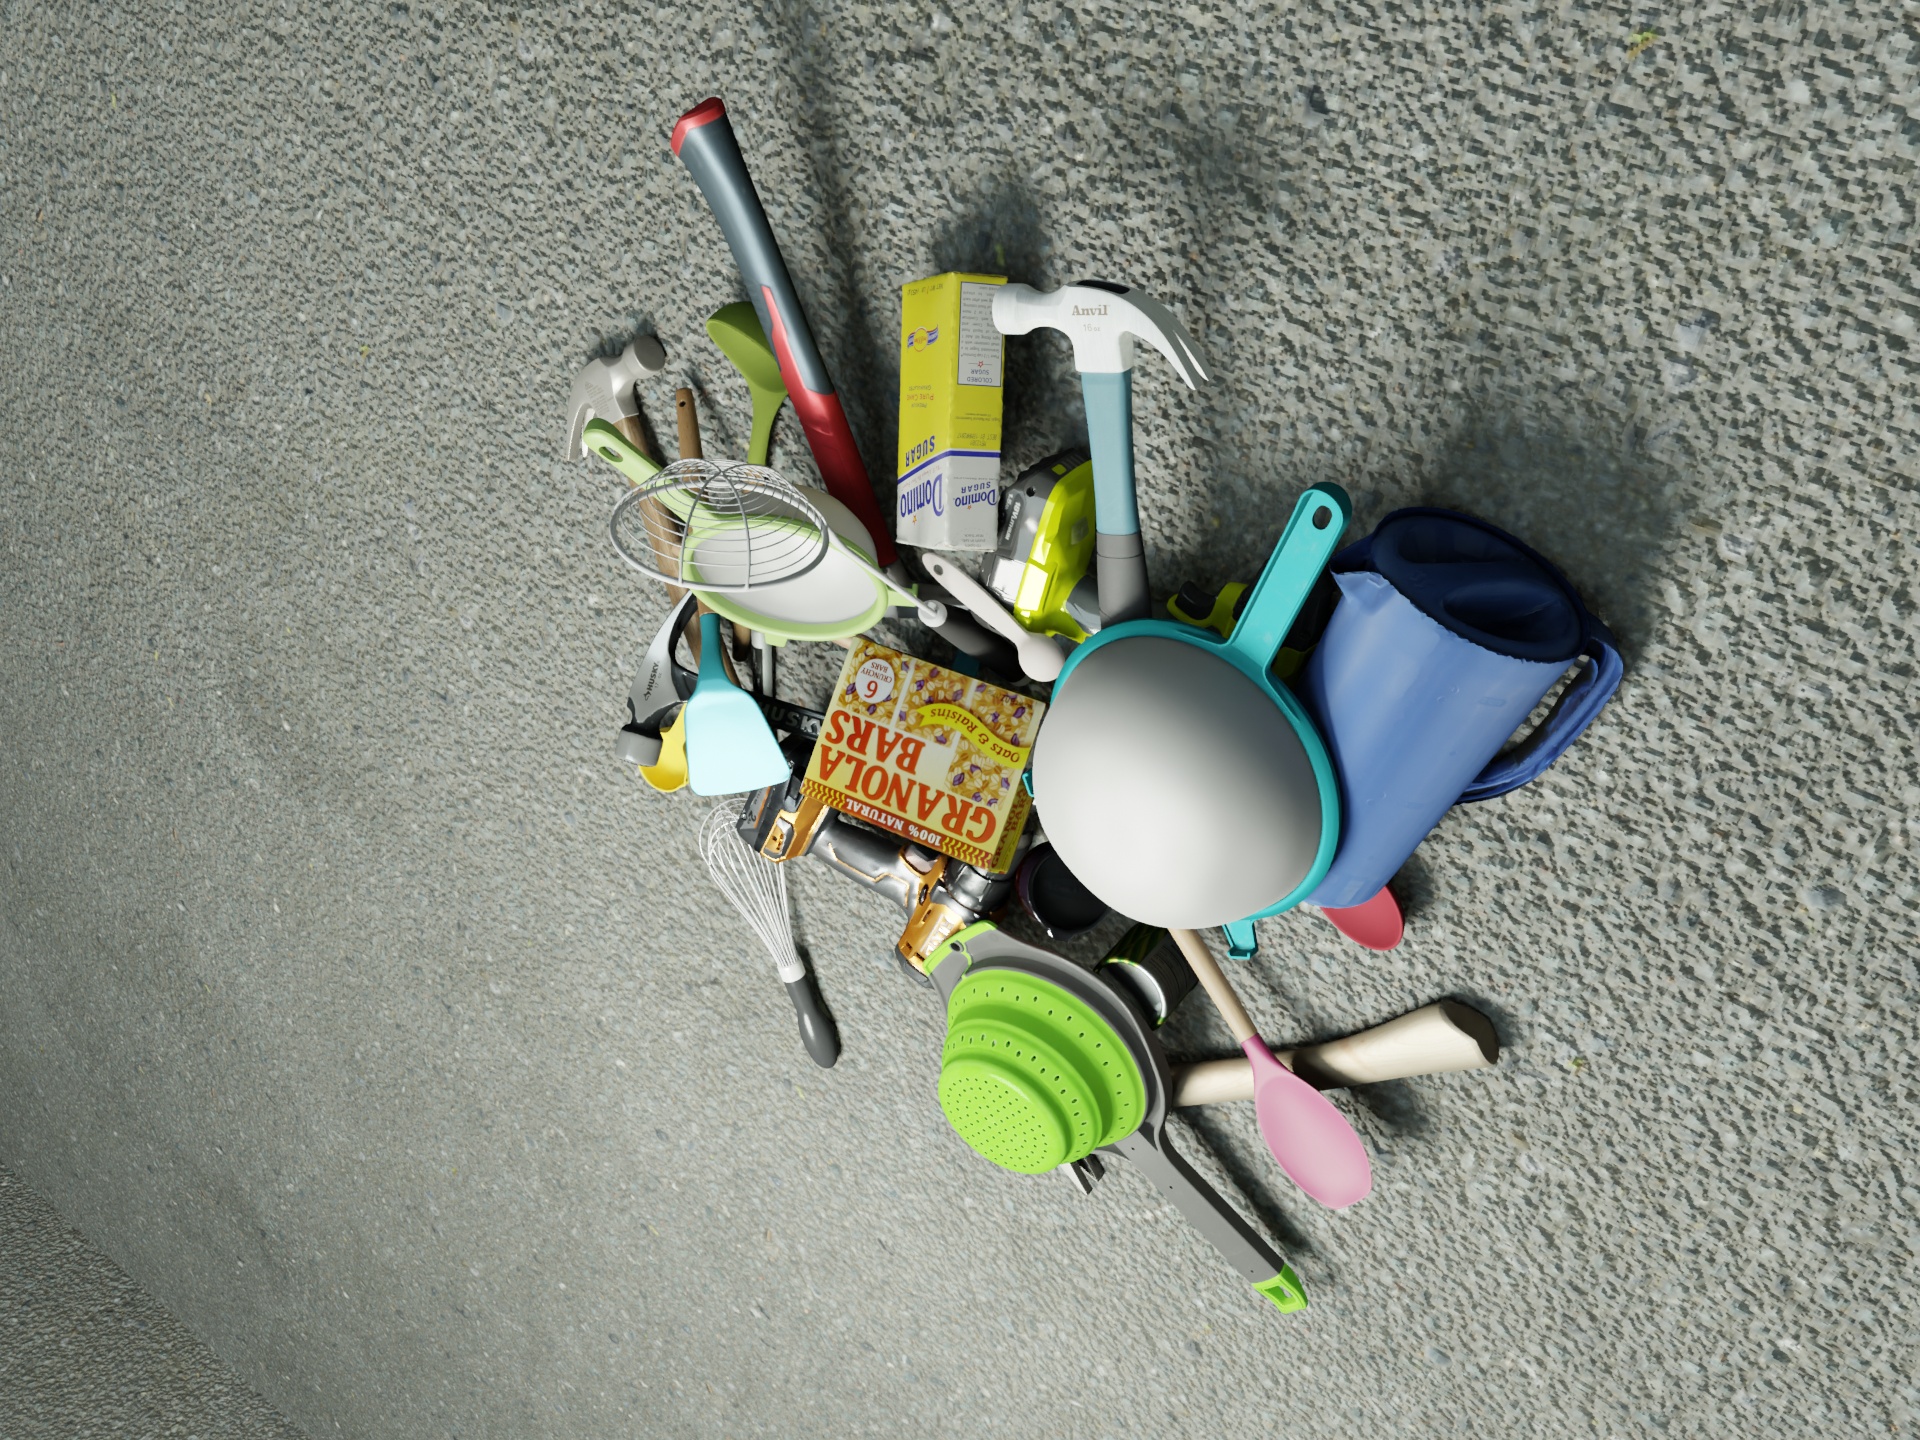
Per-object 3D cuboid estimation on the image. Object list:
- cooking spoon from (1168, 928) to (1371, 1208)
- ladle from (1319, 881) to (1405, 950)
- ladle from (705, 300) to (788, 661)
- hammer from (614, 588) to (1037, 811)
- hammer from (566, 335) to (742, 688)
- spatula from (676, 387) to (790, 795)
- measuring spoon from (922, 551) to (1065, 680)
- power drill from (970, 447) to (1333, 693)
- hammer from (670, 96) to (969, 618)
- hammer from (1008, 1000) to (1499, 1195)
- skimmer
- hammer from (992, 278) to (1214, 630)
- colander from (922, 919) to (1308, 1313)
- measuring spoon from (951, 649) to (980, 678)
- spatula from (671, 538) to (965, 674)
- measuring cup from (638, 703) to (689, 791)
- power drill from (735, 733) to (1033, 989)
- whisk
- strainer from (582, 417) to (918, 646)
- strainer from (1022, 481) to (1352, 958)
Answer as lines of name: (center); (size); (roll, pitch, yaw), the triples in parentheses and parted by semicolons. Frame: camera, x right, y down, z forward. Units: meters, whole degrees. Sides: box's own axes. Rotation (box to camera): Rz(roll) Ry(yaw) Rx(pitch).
cooking spoon: (0.196, 0.207, 1.153); (0.068, 0.017, 0.319); (-40, 76, 35)
ladle: (0.176, 0.065, 1.127); (0.316, 0.031, 0.069); (30, 137, 23)
ladle: (-0.170, -0.174, 1.240); (0.078, 0.062, 0.320); (31, 131, 25)
hammer: (-0.066, 0.012, 1.214); (0.409, 0.036, 0.149); (16, 91, 15)
hammer: (-0.238, -0.136, 1.305); (0.130, 0.031, 0.331); (-16, 96, 43)
spatula: (-0.193, -0.103, 1.226); (0.082, 0.044, 0.318); (-11, 79, 15)
measuring spoon: (0.018, -0.069, 1.069); (0.124, 0.018, 0.034); (41, 136, 6)
power drill: (0.130, -0.084, 1.054); (0.223, 0.080, 0.171); (28, 127, 18)
hammer: (-0.094, -0.236, 1.098); (0.143, 0.038, 0.385); (5, 131, 34)
hammer: (0.214, 0.279, 1.205); (0.410, 0.038, 0.146); (-20, 102, 41)
skimmer: (-0.070, -0.071, 1.042); (0.090, 0.363, 0.127); (-51, 51, 6)
hammer: (0.099, -0.106, 0.991); (0.128, 0.033, 0.330); (7, 119, 28)
colander: (0.107, 0.333, 1.212); (0.397, 0.094, 0.204); (46, 138, -1)
measuring spoon: (-0.002, -0.004, 1.175); (0.042, 0.021, 0.129); (11, 80, 26)
spatula: (-0.090, -0.067, 1.229); (0.316, 0.018, 0.059); (28, 149, 12)
measuring cup: (-0.235, -0.001, 1.405); (0.062, 0.029, 0.156); (43, 119, 11)
power drill: (-0.056, 0.092, 1.281); (0.226, 0.084, 0.185); (37, 128, 10)
whisk: (-0.162, 0.196, 1.433); (0.070, 0.070, 0.284); (-2, 117, 37)
strainer: (-0.153, -0.147, 1.101); (0.151, 0.069, 0.256); (-14, 143, 38)
strainer: (0.133, 0.008, 0.927); (0.211, 0.095, 0.340); (39, 138, 18)
